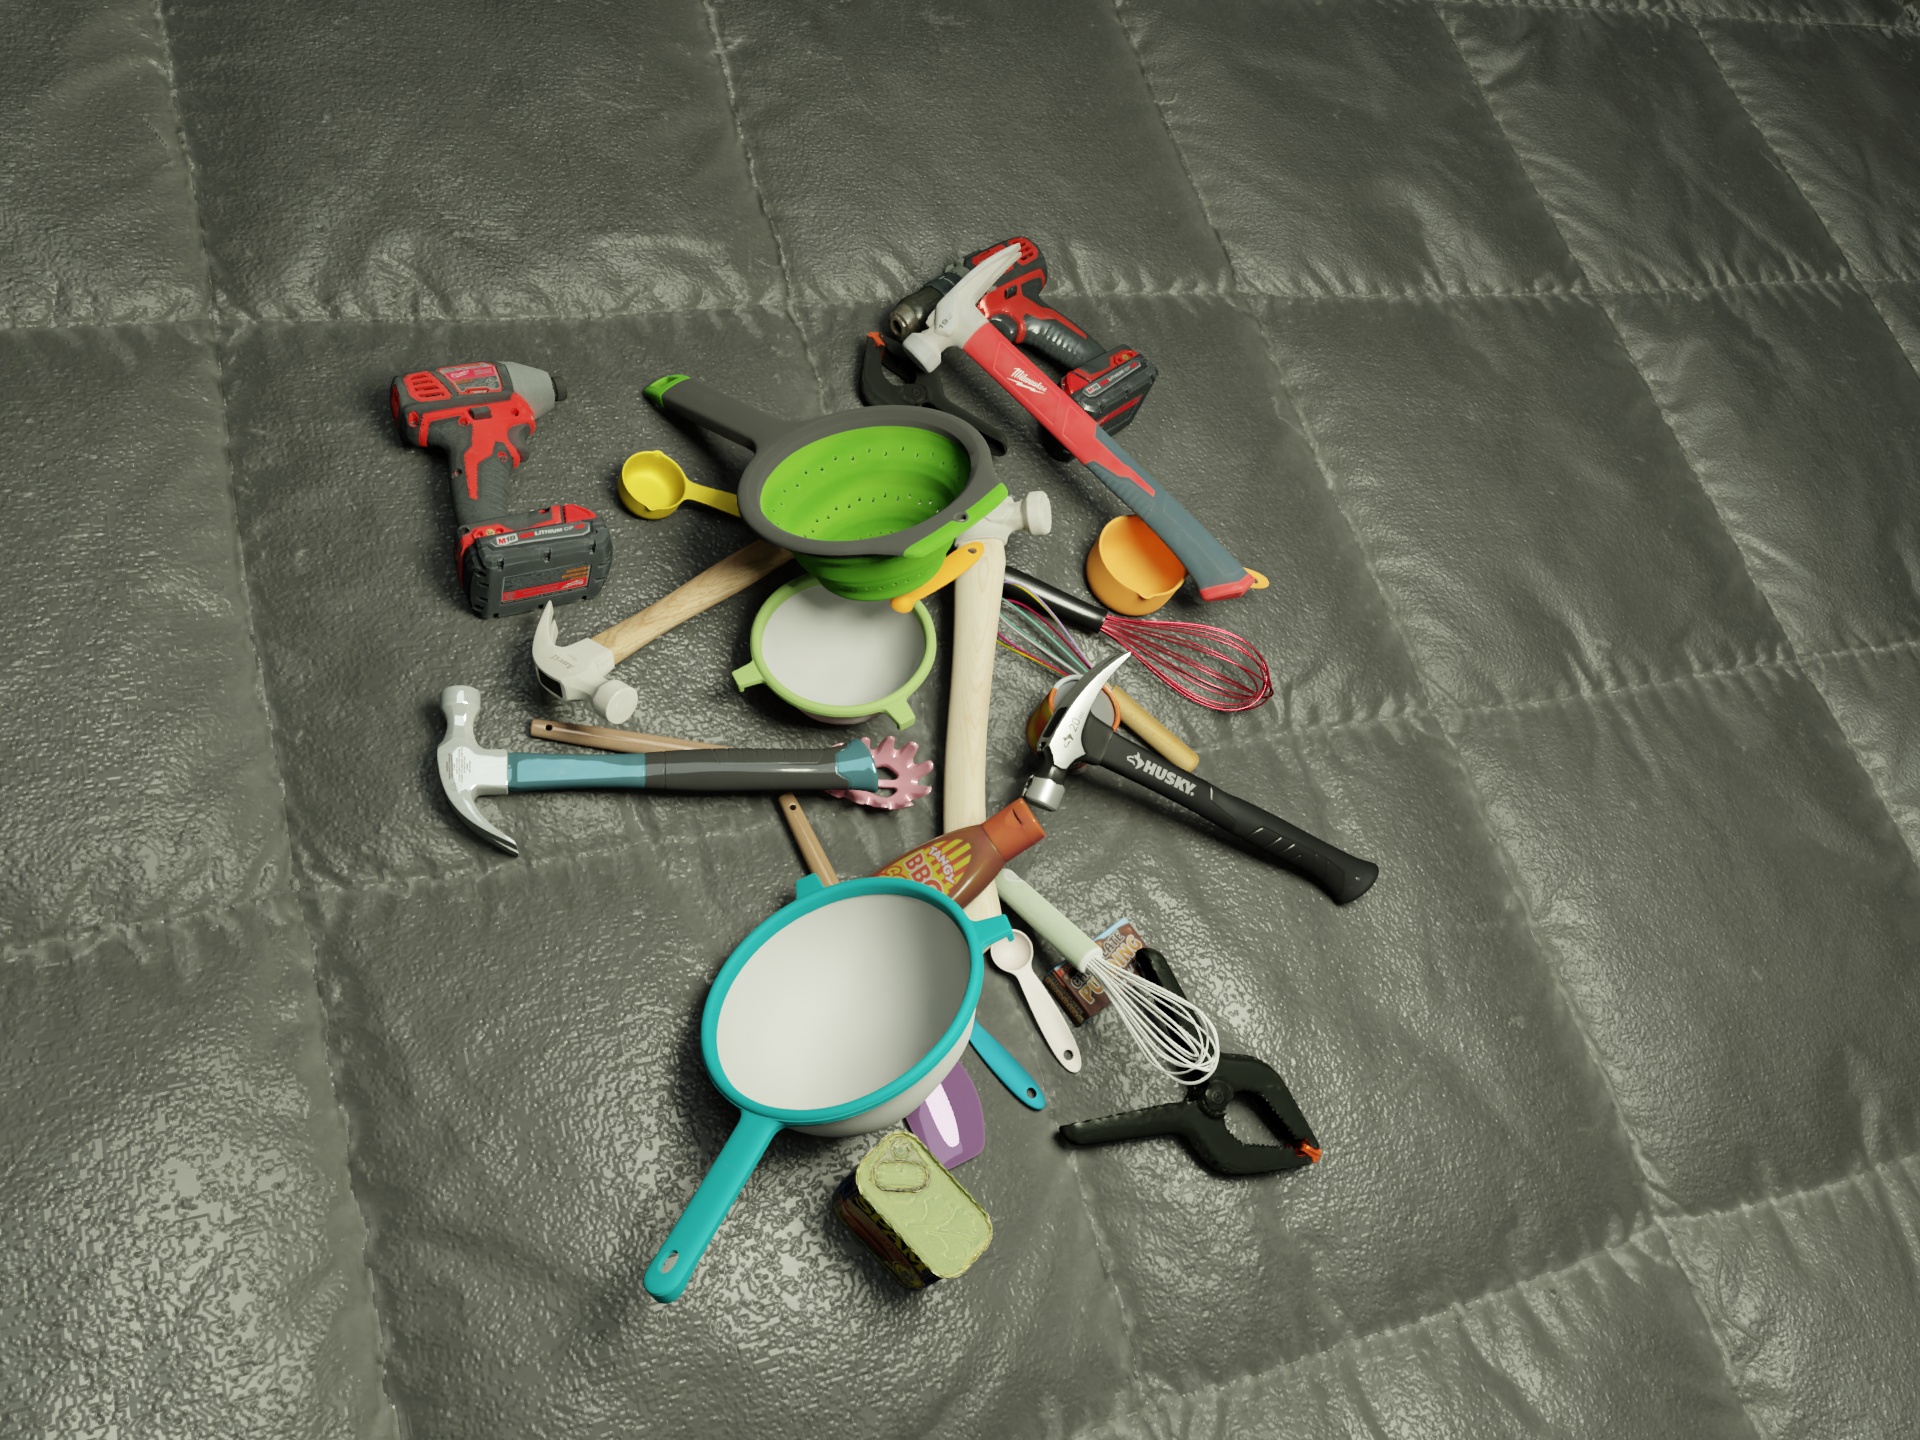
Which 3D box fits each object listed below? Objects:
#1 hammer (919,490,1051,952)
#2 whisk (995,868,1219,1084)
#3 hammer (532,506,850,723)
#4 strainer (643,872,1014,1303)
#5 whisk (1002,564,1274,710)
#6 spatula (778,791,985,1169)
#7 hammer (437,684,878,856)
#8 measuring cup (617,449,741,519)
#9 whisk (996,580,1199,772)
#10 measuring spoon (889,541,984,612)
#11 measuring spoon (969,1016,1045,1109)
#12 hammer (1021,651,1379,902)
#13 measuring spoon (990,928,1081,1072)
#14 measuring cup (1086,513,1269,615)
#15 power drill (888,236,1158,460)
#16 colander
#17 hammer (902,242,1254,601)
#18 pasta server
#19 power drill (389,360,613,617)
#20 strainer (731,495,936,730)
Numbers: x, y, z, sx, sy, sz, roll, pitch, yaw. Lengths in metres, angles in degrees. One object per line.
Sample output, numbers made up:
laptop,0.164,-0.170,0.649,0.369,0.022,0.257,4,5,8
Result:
hammer,-0.002,-0.004,1.328,0.146,0.038,0.411,-4,66,15
whisk,0.106,0.191,1.228,0.057,0.059,0.247,2,30,-49
hammer,-0.210,-0.108,1.305,0.130,0.031,0.331,27,45,28
strainer,-0.102,0.265,1.106,0.211,0.095,0.340,8,49,33
whisk,0.146,-0.082,1.430,0.296,0.073,0.073,23,57,-1
spatula,-0.067,0.193,1.226,0.060,0.018,0.316,-22,73,-23
hammer,-0.228,0.037,1.218,0.331,0.033,0.128,0,70,-13
measuring cup,-0.222,-0.187,1.378,0.156,0.029,0.062,15,59,-26
whisk,0.111,-0.035,1.404,0.245,0.051,0.047,40,65,-2
measuring spoon,-0.017,-0.123,1.326,0.021,0.011,0.117,39,52,16
measuring spoon,0.023,0.248,1.225,0.129,0.021,0.042,46,58,9
hammer,0.219,0.067,1.348,0.334,0.035,0.146,27,80,-18
measuring spoon,0.061,0.223,1.261,0.034,0.018,0.124,-26,81,-17
measuring cup,0.199,-0.133,1.481,0.173,0.052,0.095,10,60,-17
power drill,0.057,-0.360,1.540,0.188,0.080,0.227,-34,75,-31
colander,-0.129,-0.196,1.331,0.397,0.094,0.204,30,55,36
hammer,0.130,-0.261,1.447,0.143,0.038,0.386,-45,82,0
pasta server,-0.179,0.027,1.262,0.316,0.040,0.060,9,69,-13
power drill,-0.367,-0.201,1.299,0.143,0.078,0.220,-15,66,-27
strainer,-0.084,-0.090,1.343,0.151,0.069,0.257,13,54,6
